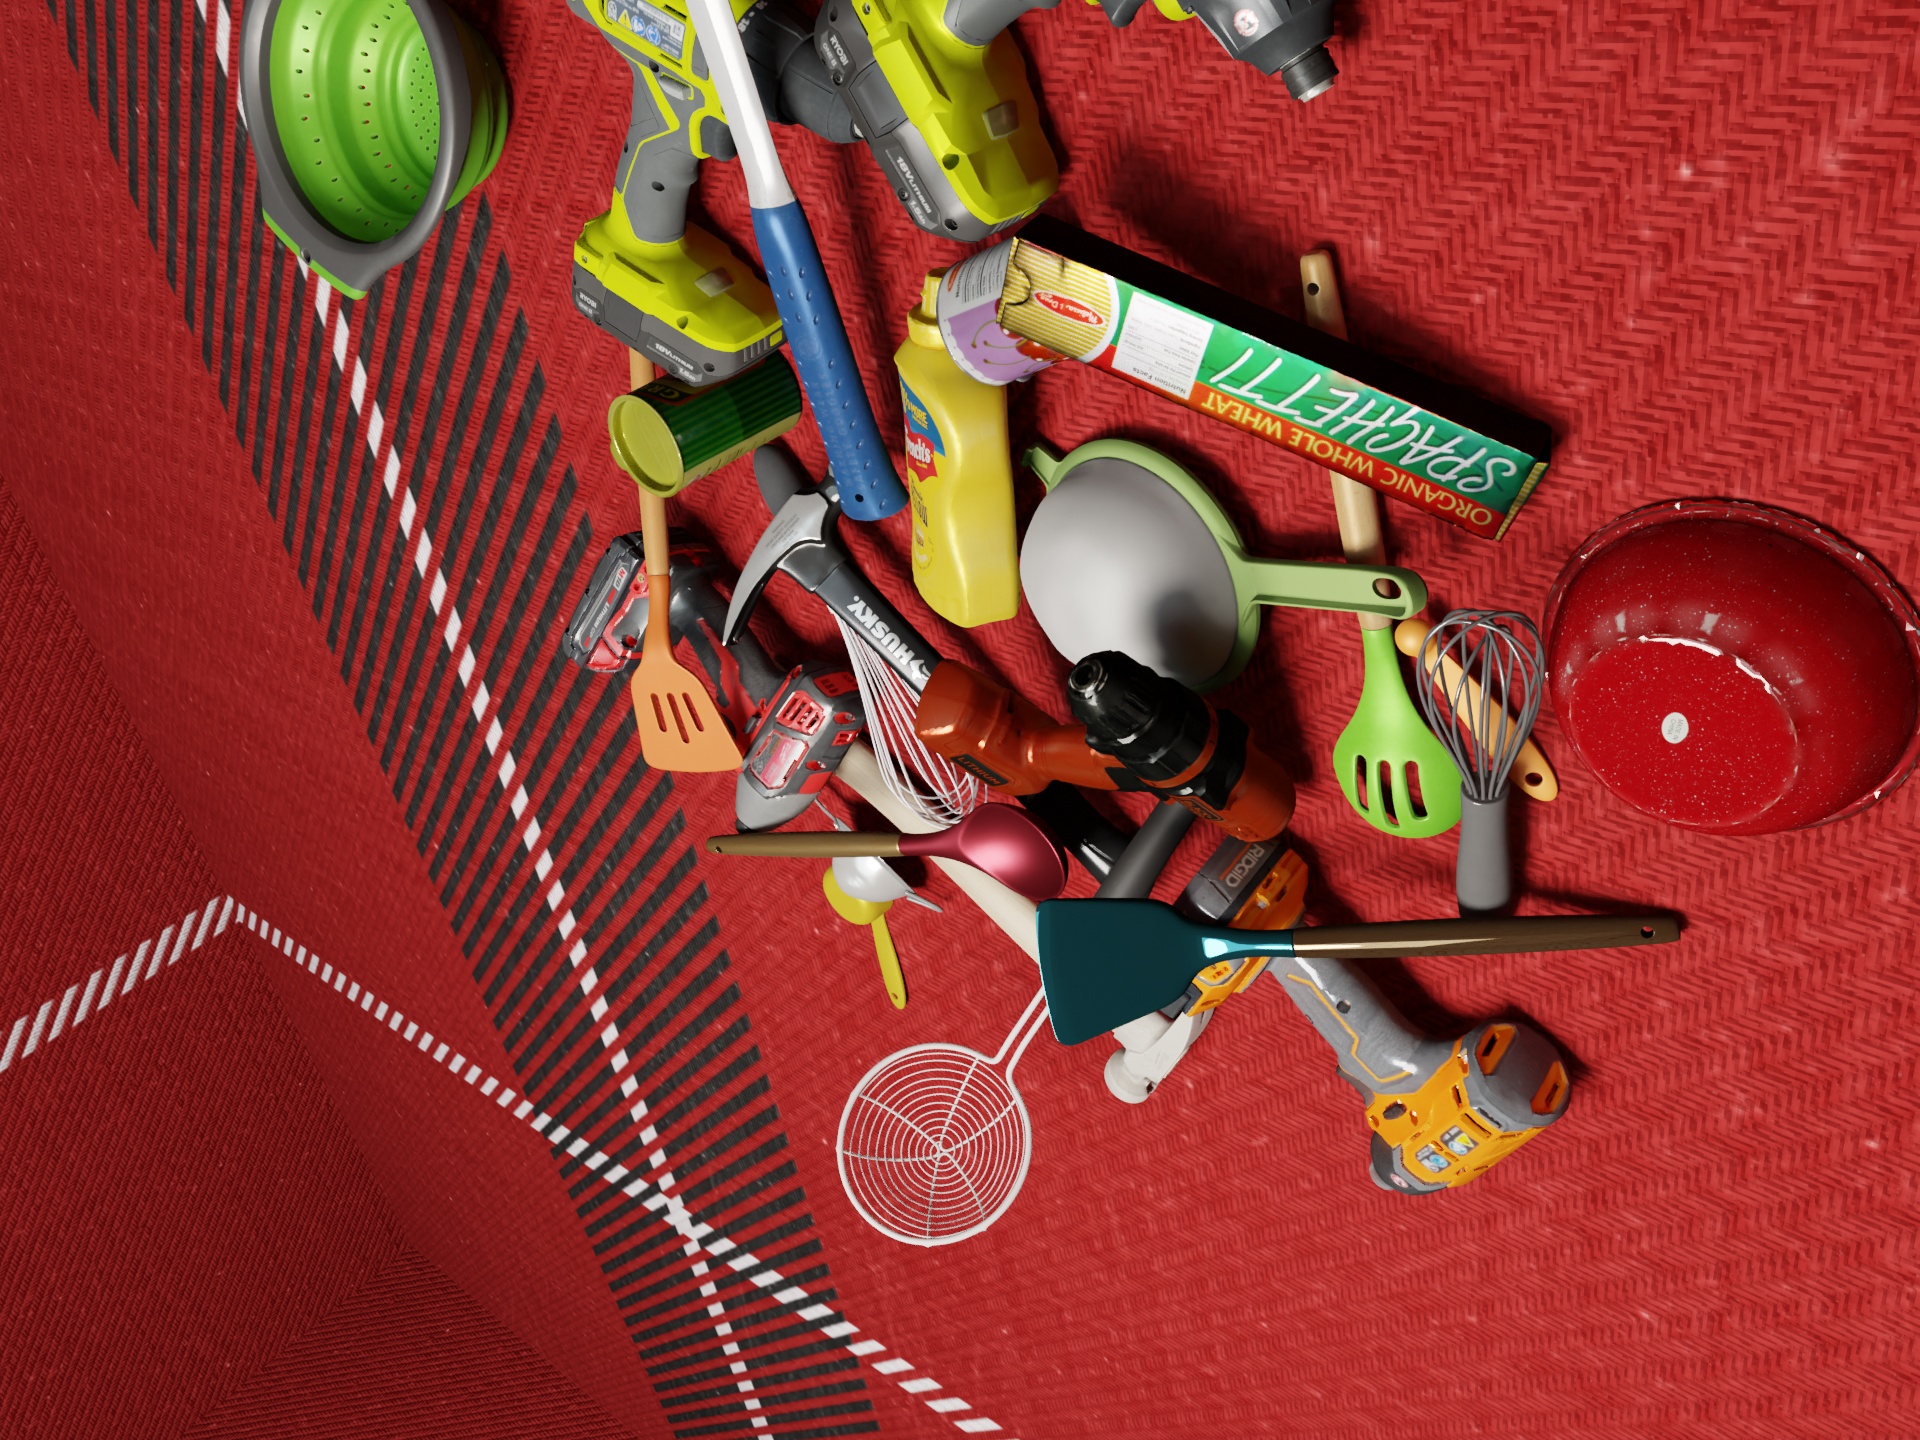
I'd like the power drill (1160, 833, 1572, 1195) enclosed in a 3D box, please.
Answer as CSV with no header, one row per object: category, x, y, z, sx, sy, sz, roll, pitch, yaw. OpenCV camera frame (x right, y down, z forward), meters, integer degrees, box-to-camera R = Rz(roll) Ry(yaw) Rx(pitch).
power drill,0.213,0.180,0.916,0.226,0.084,0.164,38,143,13

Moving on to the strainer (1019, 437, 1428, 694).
strainer,0.112,-0.061,0.802,0.256,0.069,0.151,12,127,52

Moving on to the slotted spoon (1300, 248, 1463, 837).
slotted spoon,0.194,-0.070,0.766,0.070,0.031,0.313,5,122,38

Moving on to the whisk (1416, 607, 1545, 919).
whisk,0.248,0.035,0.757,0.055,0.055,0.238,23,147,35

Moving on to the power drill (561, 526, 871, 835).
power drill,-0.173,-0.025,1.128,0.220,0.078,0.143,42,117,17

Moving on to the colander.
colander,-0.326,-0.456,0.976,0.205,0.094,0.397,41,125,16

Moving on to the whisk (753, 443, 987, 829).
whisk,-0.064,-0.053,1.045,0.070,0.070,0.284,-22,98,54

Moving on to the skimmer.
skimmer,0.042,0.173,0.975,0.127,0.090,0.363,42,119,22

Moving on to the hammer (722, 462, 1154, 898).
hammer,-0.002,-0.003,0.992,0.335,0.035,0.146,46,106,-1

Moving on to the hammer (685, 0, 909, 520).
hammer,-0.104,-0.276,0.812,0.144,0.035,0.405,0,133,21

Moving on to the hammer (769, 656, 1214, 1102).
hammer,0.001,0.090,1.110,0.411,0.038,0.146,41,142,15

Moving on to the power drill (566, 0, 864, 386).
power drill,-0.138,-0.307,0.889,0.191,0.080,0.228,35,139,14

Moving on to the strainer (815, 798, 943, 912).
strainer,-0.112,0.059,1.202,0.258,0.050,0.086,50,172,13

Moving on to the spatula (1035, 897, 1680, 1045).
spatula,0.196,0.118,0.815,0.317,0.044,0.082,-7,96,24

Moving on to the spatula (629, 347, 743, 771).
spatula,-0.200,-0.122,1.069,0.081,0.041,0.322,-1,95,25

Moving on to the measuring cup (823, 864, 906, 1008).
measuring cup,-0.072,0.176,1.270,0.062,0.029,0.156,14,128,41

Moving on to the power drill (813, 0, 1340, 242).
power drill,0.049,-0.306,0.683,0.223,0.080,0.171,-18,106,50

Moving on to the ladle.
ladle,-0.056,0.082,1.036,0.315,0.031,0.069,-3,116,39

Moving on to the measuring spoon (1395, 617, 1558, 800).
measuring spoon,0.248,-0.003,0.760,0.117,0.011,0.021,48,127,-9
